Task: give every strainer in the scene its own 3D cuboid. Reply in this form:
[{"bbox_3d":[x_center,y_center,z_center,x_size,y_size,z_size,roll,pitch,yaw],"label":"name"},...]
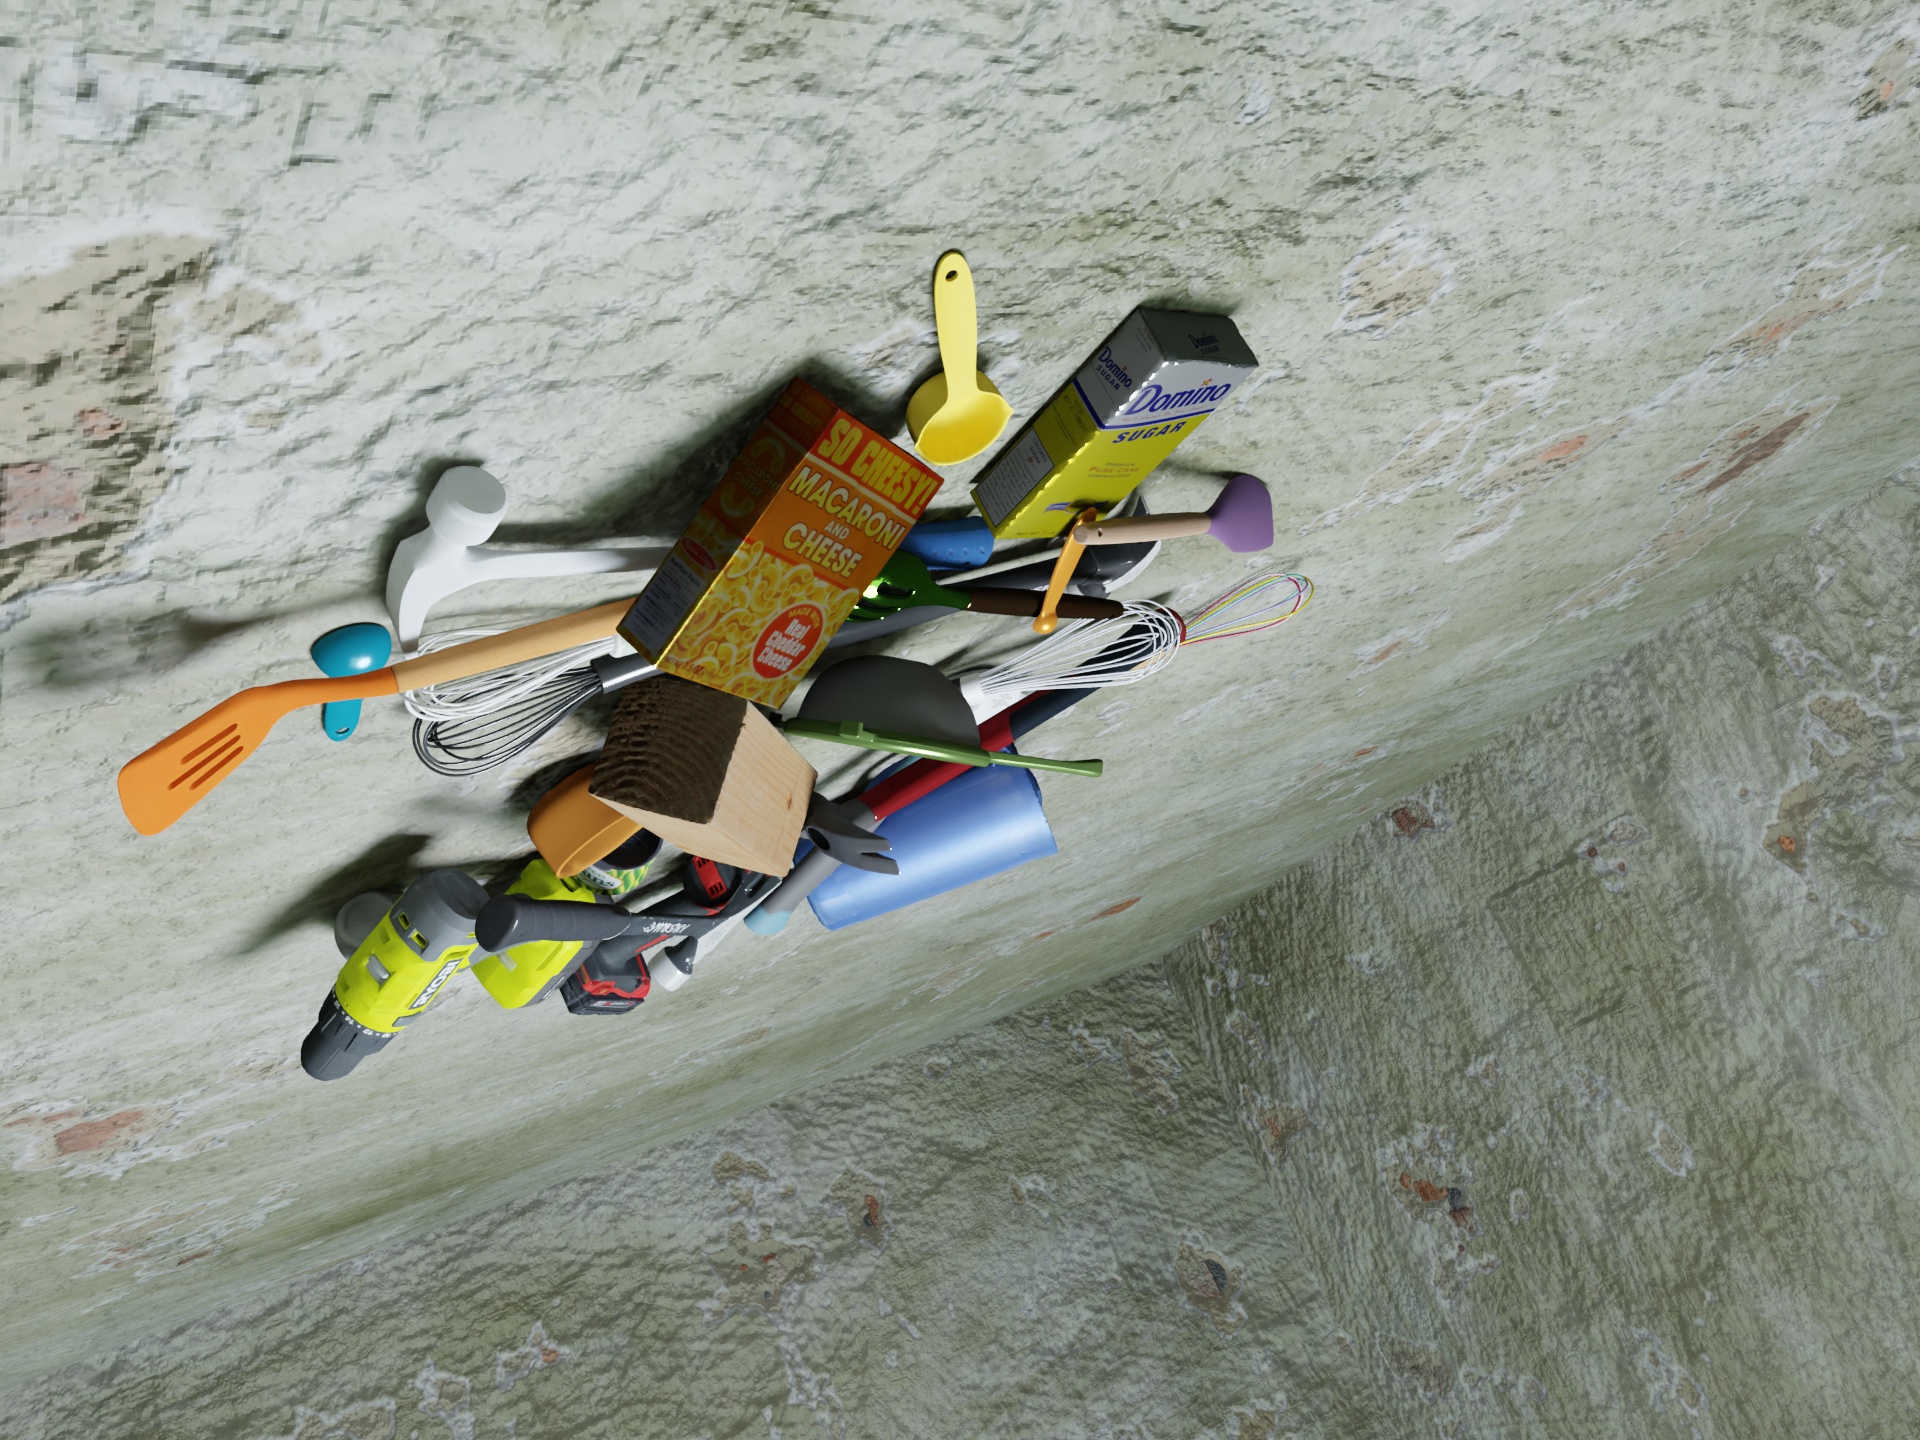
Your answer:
[{"bbox_3d":[-0.002,-0.004,1.163,0.256,0.069,0.151,9,178,-27],"label":"strainer"}]

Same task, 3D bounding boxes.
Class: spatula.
[{"bbox_3d":[-0.269,-0.020,0.832,0.322,0.041,0.081,-19,160,-25],"label":"spatula"},{"bbox_3d":[0.161,-0.142,1.132,0.018,0.060,0.316,-1,-172,34],"label":"spatula"}]

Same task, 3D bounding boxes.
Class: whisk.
[{"bbox_3d":[0.211,-0.078,1.469,0.245,0.047,0.051,-24,164,5],"label":"whisk"},{"bbox_3d":[-0.215,-0.047,0.949,0.246,0.059,0.057,-19,134,-34],"label":"whisk"},{"bbox_3d":[-0.225,-0.025,0.998,0.239,0.055,0.055,-23,163,-20],"label":"whisk"},{"bbox_3d":[0.041,-0.036,1.282,0.284,0.070,0.070,-16,165,14],"label":"whisk"}]

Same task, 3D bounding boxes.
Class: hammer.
[{"bbox_3d":[-0.008,-0.087,1.125,0.334,0.035,0.146,-16,168,-25],"label":"hammer"},{"bbox_3d":[-0.073,0.076,1.411,0.331,0.033,0.128,-45,150,16],"label":"hammer"},{"bbox_3d":[0.049,0.006,1.295,0.386,0.038,0.143,-30,-154,-26],"label":"hammer"},{"bbox_3d":[-0.260,0.157,1.250,0.149,0.036,0.408,-43,165,4],"label":"hammer"},{"bbox_3d":[-0.139,-0.094,0.933,0.405,0.035,0.144,-9,156,-44],"label":"hammer"}]

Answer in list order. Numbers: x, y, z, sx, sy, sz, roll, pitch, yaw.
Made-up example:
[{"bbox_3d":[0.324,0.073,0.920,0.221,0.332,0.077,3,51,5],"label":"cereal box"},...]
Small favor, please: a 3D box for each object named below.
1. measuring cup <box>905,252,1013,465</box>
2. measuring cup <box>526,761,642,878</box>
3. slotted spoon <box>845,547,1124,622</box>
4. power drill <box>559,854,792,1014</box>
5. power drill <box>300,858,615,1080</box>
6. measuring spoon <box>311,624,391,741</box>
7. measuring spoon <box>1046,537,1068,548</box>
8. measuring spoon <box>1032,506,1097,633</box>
[{"bbox_3d":[-0.006,-0.198,0.853,0.062,0.029,0.156,-23,151,-10],"label":"measuring cup"},{"bbox_3d":[-0.254,0.057,1.201,0.095,0.052,0.173,-43,175,33],"label":"measuring cup"},{"bbox_3d":[0.019,-0.081,1.062,0.070,0.031,0.313,-38,157,33],"label":"slotted spoon"},{"bbox_3d":[-0.268,0.197,1.541,0.226,0.080,0.187,-32,162,10],"label":"power drill"},{"bbox_3d":[-0.386,0.187,1.225,0.190,0.080,0.228,-48,166,16],"label":"power drill"},{"bbox_3d":[-0.344,-0.013,0.899,0.042,0.021,0.128,-15,159,-31],"label":"measuring spoon"},{"bbox_3d":[0.089,-0.154,1.126,0.034,0.018,0.124,-15,167,-29],"label":"measuring spoon"},{"bbox_3d":[0.072,-0.097,1.062,0.021,0.011,0.116,-24,151,-33],"label":"measuring spoon"}]
